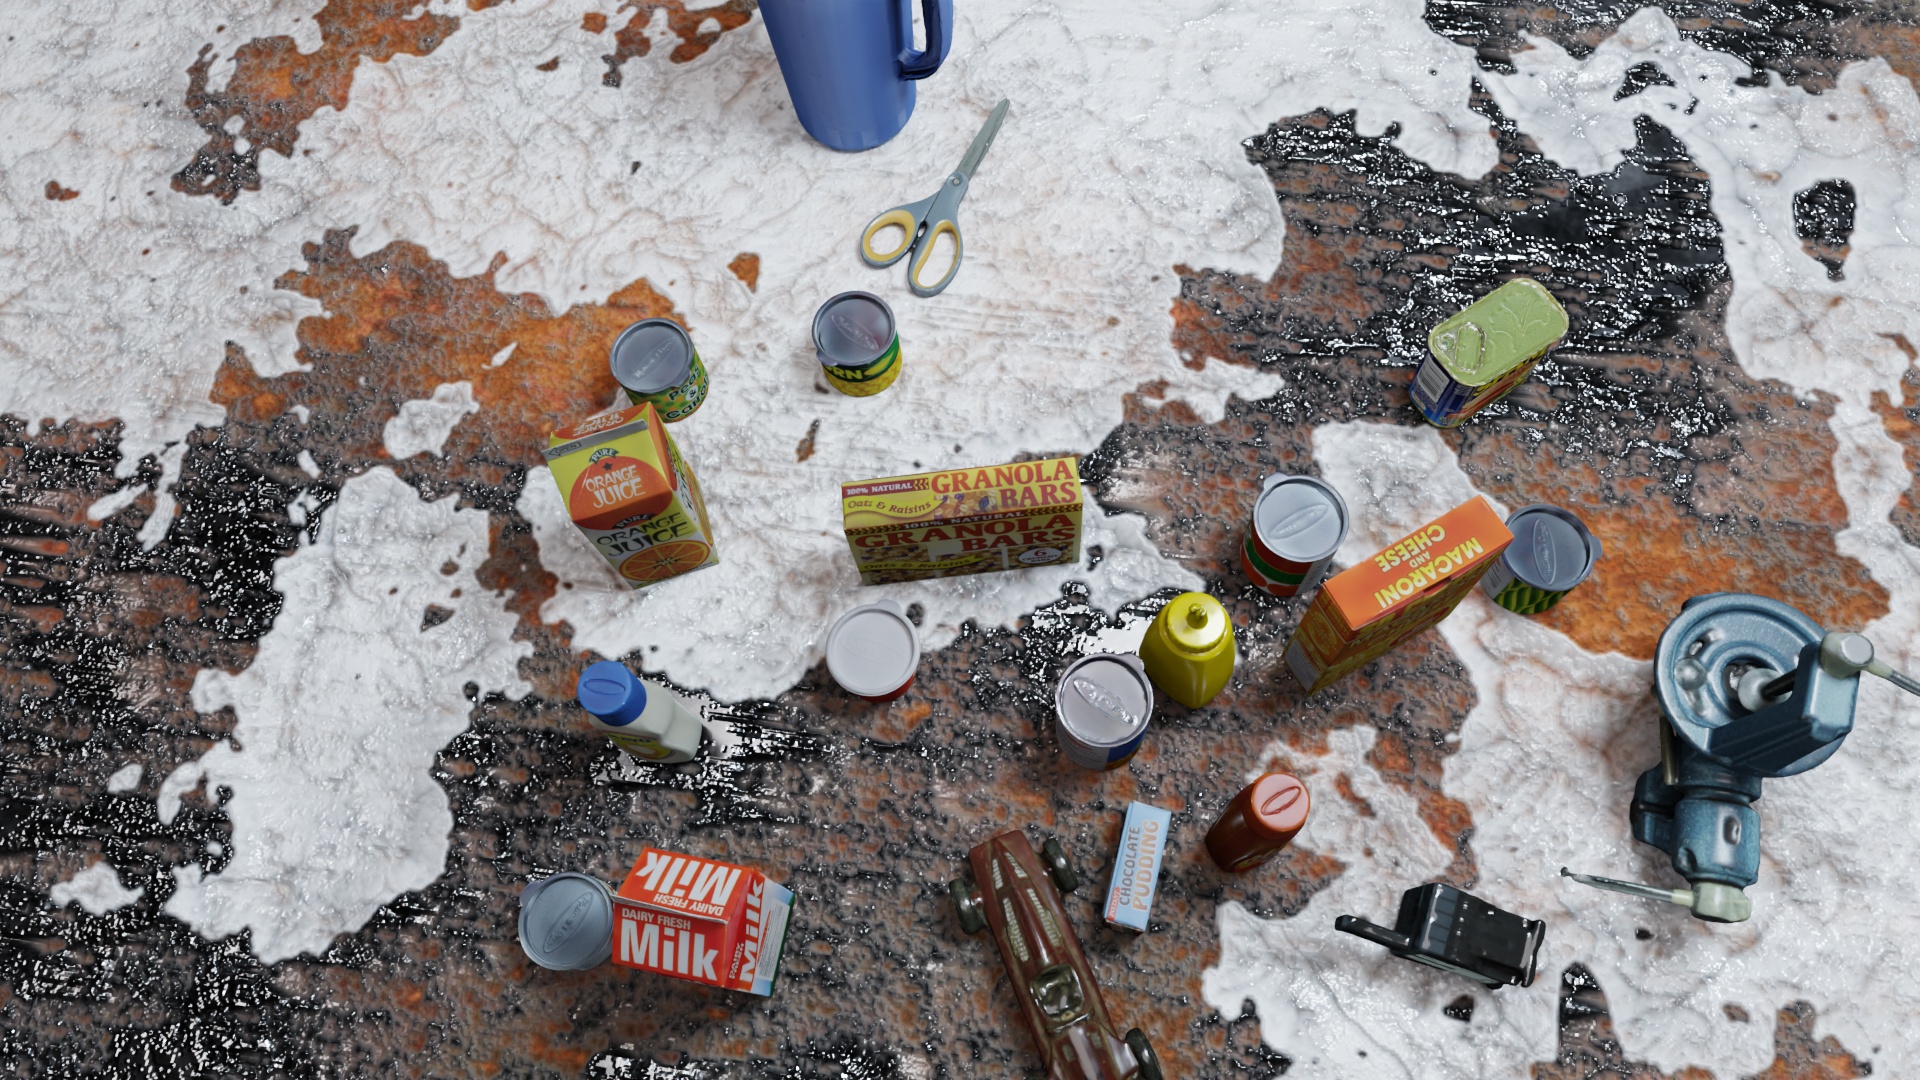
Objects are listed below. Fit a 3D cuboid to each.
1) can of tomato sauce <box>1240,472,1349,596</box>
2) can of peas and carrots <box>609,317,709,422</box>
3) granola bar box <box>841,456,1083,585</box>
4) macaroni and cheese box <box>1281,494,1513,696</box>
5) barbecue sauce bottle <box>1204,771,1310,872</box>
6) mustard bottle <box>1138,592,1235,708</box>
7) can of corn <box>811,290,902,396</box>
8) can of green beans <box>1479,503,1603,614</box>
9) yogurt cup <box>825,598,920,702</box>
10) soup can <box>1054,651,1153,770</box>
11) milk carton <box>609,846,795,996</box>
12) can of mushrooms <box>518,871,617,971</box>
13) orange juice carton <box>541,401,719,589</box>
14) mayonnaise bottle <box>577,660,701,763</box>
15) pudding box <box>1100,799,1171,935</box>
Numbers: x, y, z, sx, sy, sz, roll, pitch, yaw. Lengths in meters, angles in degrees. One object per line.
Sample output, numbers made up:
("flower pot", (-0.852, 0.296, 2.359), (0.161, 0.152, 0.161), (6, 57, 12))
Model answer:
("can of tomato sauce", (0.240, -0.004, 1.011), (0.071, 0.083, 0.071), (-1, 70, 3))
("can of peas and carrots", (-0.236, -0.133, 1.102), (0.071, 0.058, 0.071), (-1, 69, 3))
("granola bar box", (0.004, -0.013, 1.007), (0.166, 0.124, 0.039), (-6, 69, 1))
("macaroni and cheese box", (0.293, 0.042, 0.946), (0.124, 0.166, 0.040), (-28, 71, -7))
("barbecue sauce bottle", (0.198, 0.182, 0.908), (0.065, 0.148, 0.044), (-30, 71, -7))
("mustard bottle", (0.158, 0.069, 0.947), (0.065, 0.159, 0.049), (41, 77, 16))
("can of corn", (-0.083, -0.153, 1.100), (0.071, 0.058, 0.071), (-1, 69, 3))
("can of green beans", (0.416, 0.014, 1.007), (0.071, 0.057, 0.071), (-1, 69, 3))
("yogurt cup", (-0.061, 0.086, 1.011), (0.072, 0.053, 0.072), (-1, 69, 3))
("soup can", (0.101, 0.119, 0.972), (0.071, 0.083, 0.071), (-1, 70, 3))
("milk carton", (-0.163, 0.244, 0.884), (0.072, 0.190, 0.073), (10, 71, 7))
("can of mushrooms", (-0.272, 0.264, 0.967), (0.071, 0.033, 0.071), (-1, 69, 3))
("orange juice carton", (-0.234, -0.036, 0.994), (0.072, 0.192, 0.073), (-17, 70, -3))
("mayonnaise bottle", (-0.225, 0.119, 0.958), (0.065, 0.147, 0.041), (7, 70, 6))
("pudding box", (0.120, 0.224, 0.949), (0.030, 0.049, 0.084), (13, 71, 8))
